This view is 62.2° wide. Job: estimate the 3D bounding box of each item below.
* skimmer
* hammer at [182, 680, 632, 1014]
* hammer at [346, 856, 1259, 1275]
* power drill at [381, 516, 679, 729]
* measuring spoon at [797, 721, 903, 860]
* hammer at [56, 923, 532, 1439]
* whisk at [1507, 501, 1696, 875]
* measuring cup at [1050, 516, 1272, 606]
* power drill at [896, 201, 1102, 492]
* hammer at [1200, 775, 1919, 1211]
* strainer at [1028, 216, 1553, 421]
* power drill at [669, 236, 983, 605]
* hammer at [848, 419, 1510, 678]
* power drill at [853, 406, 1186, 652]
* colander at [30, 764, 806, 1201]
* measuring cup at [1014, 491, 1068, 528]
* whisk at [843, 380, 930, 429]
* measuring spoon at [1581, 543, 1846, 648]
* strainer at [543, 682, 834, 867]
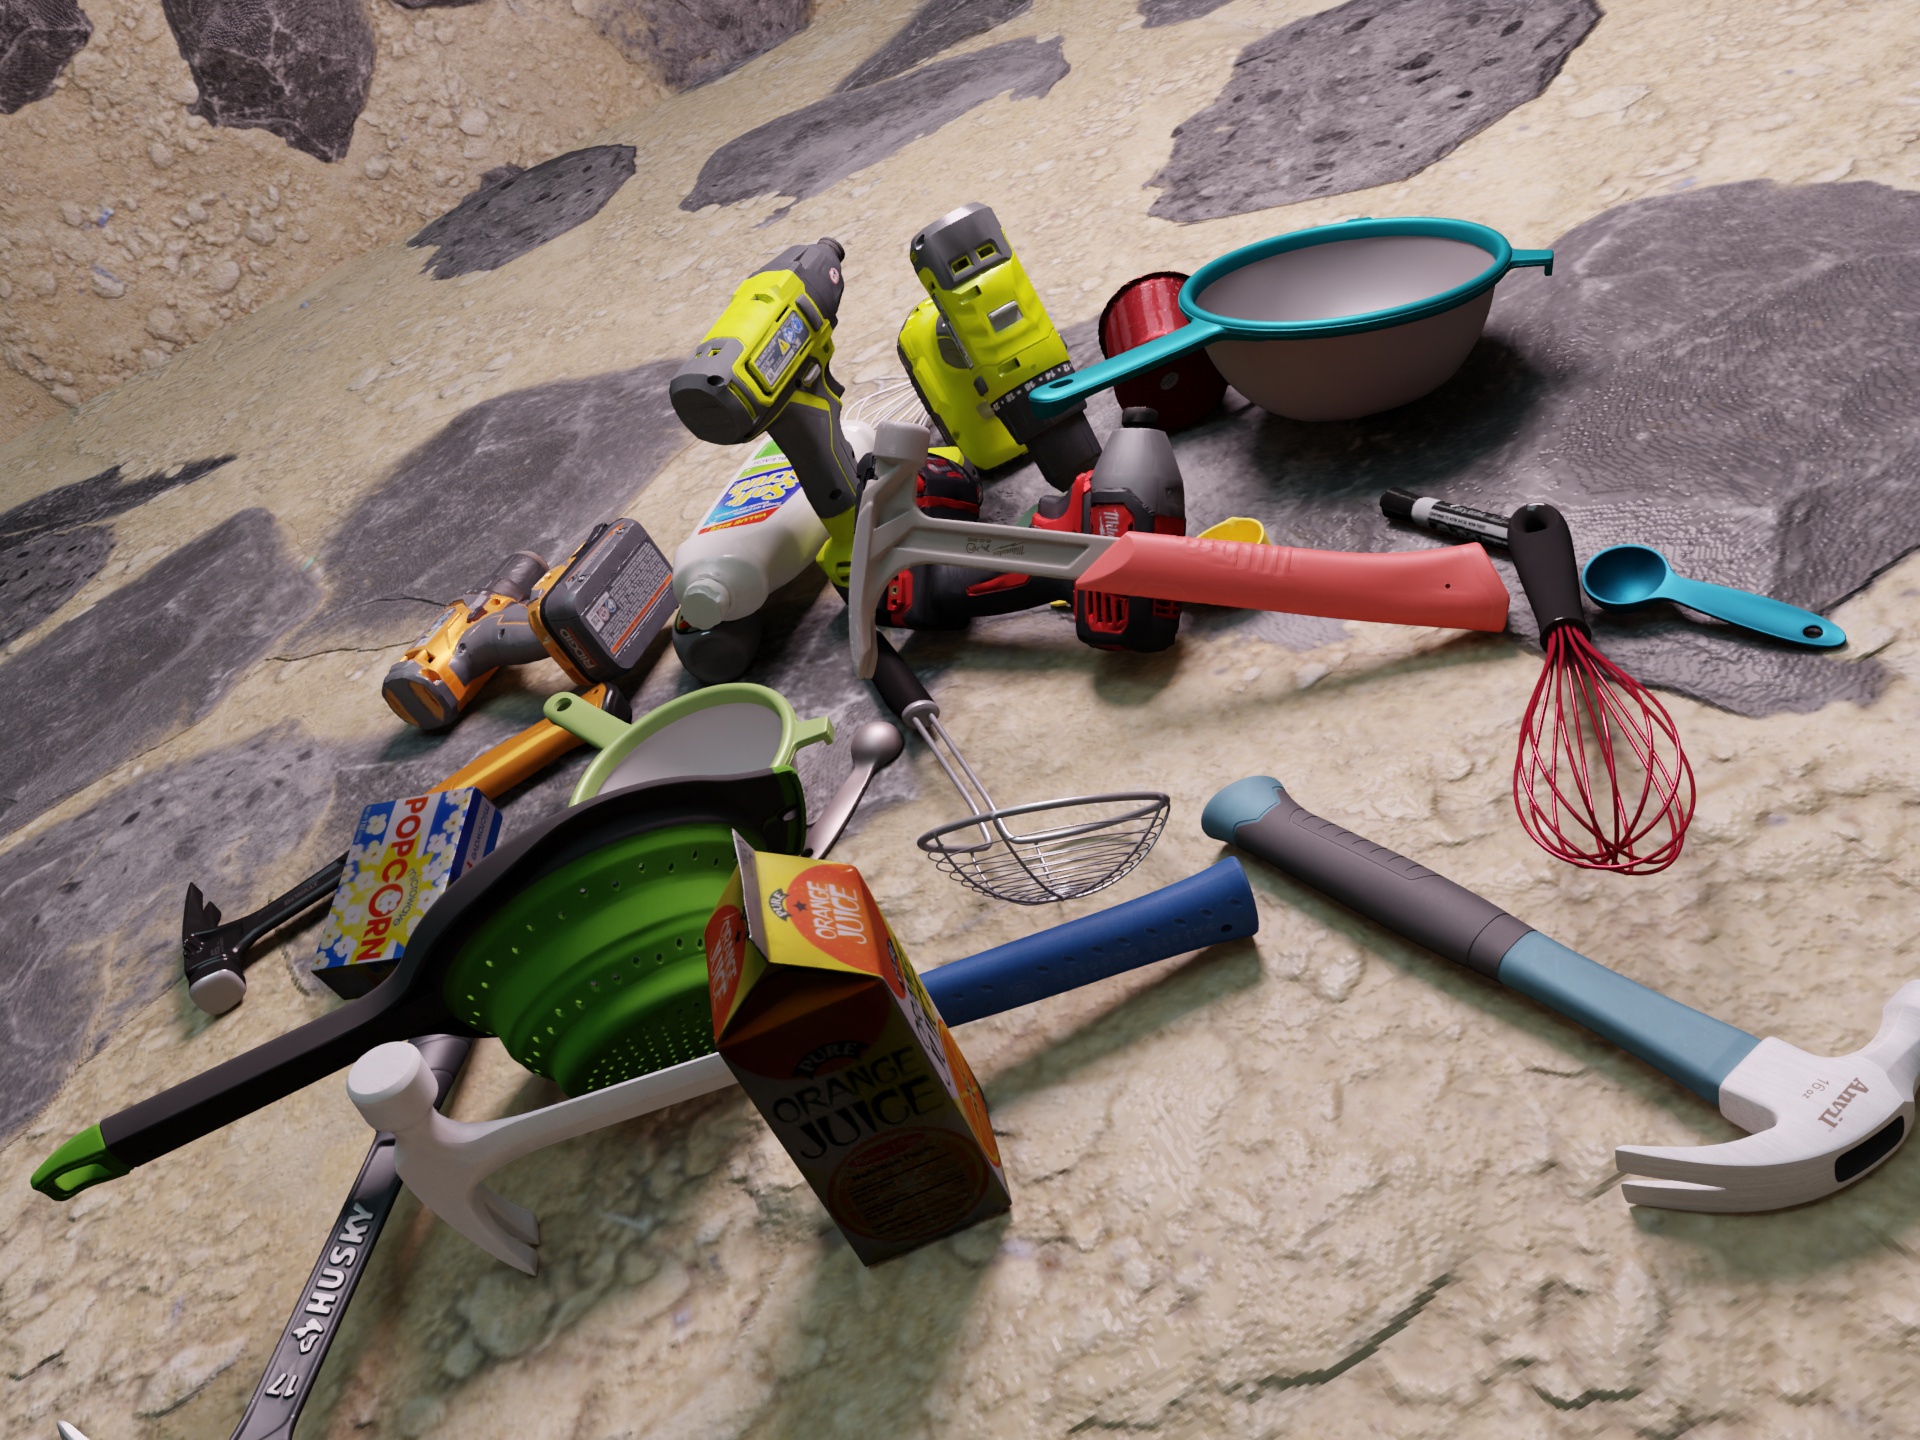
[{"bbox_3d":[-0.001,-0.003,0.899,0.127,0.090,0.364,-6,28,-18],"label":"skimmer"},{"bbox_3d":[-0.380,0.070,1.101,0.337,0.034,0.127,-33,36,-9],"label":"hammer"},{"bbox_3d":[-0.058,0.148,0.737,0.405,0.143,0.035,-18,36,-3],"label":"hammer"},{"bbox_3d":[-0.318,-0.085,1.219,0.226,0.084,0.185,-13,34,33],"label":"power drill"},{"bbox_3d":[-0.071,0.043,0.948,0.034,0.018,0.124,0,43,33],"label":"measuring spoon"},{"bbox_3d":[-0.295,0.220,0.812,0.149,0.036,0.409,10,34,-3],"label":"hammer"},{"bbox_3d":[0.286,-0.028,0.747,0.073,0.073,0.296,-12,32,20],"label":"whisk"},{"bbox_3d":[0.124,-0.085,0.991,0.156,0.029,0.062,-14,35,38],"label":"measuring cup"},{"bbox_3d":[0.026,-0.238,1.102,0.080,0.190,0.228,-29,6,-4],"label":"power drill"},{"bbox_3d":[0.227,0.094,0.674,0.128,0.033,0.331,-38,36,-17],"label":"hammer"},{"bbox_3d":[0.200,-0.230,1.032,0.340,0.095,0.211,-25,32,-17],"label":"strainer"},{"bbox_3d":[-0.081,-0.199,1.074,0.080,0.223,0.171,1,50,40],"label":"power drill"},{"bbox_3d":[0.114,-0.075,0.880,0.359,0.149,0.036,8,5,13],"label":"hammer"},{"bbox_3d":[0.039,-0.118,0.982,0.220,0.143,0.078,5,4,38],"label":"power drill"},{"bbox_3d":[-0.234,0.159,0.773,0.397,0.204,0.095,-26,64,-16],"label":"colander"},{"bbox_3d":[0.085,-0.154,1.083,0.083,0.038,0.168,-3,43,30],"label":"measuring cup"},{"bbox_3d":[-0.017,-0.285,1.320,0.246,0.059,0.058,-49,12,-35],"label":"whisk"},{"bbox_3d":[0.373,-0.054,0.792,0.129,0.021,0.042,27,67,39],"label":"measuring spoon"},{"bbox_3d":[-0.185,0.038,0.984,0.151,0.069,0.257,-43,37,-20],"label":"strainer"}]
